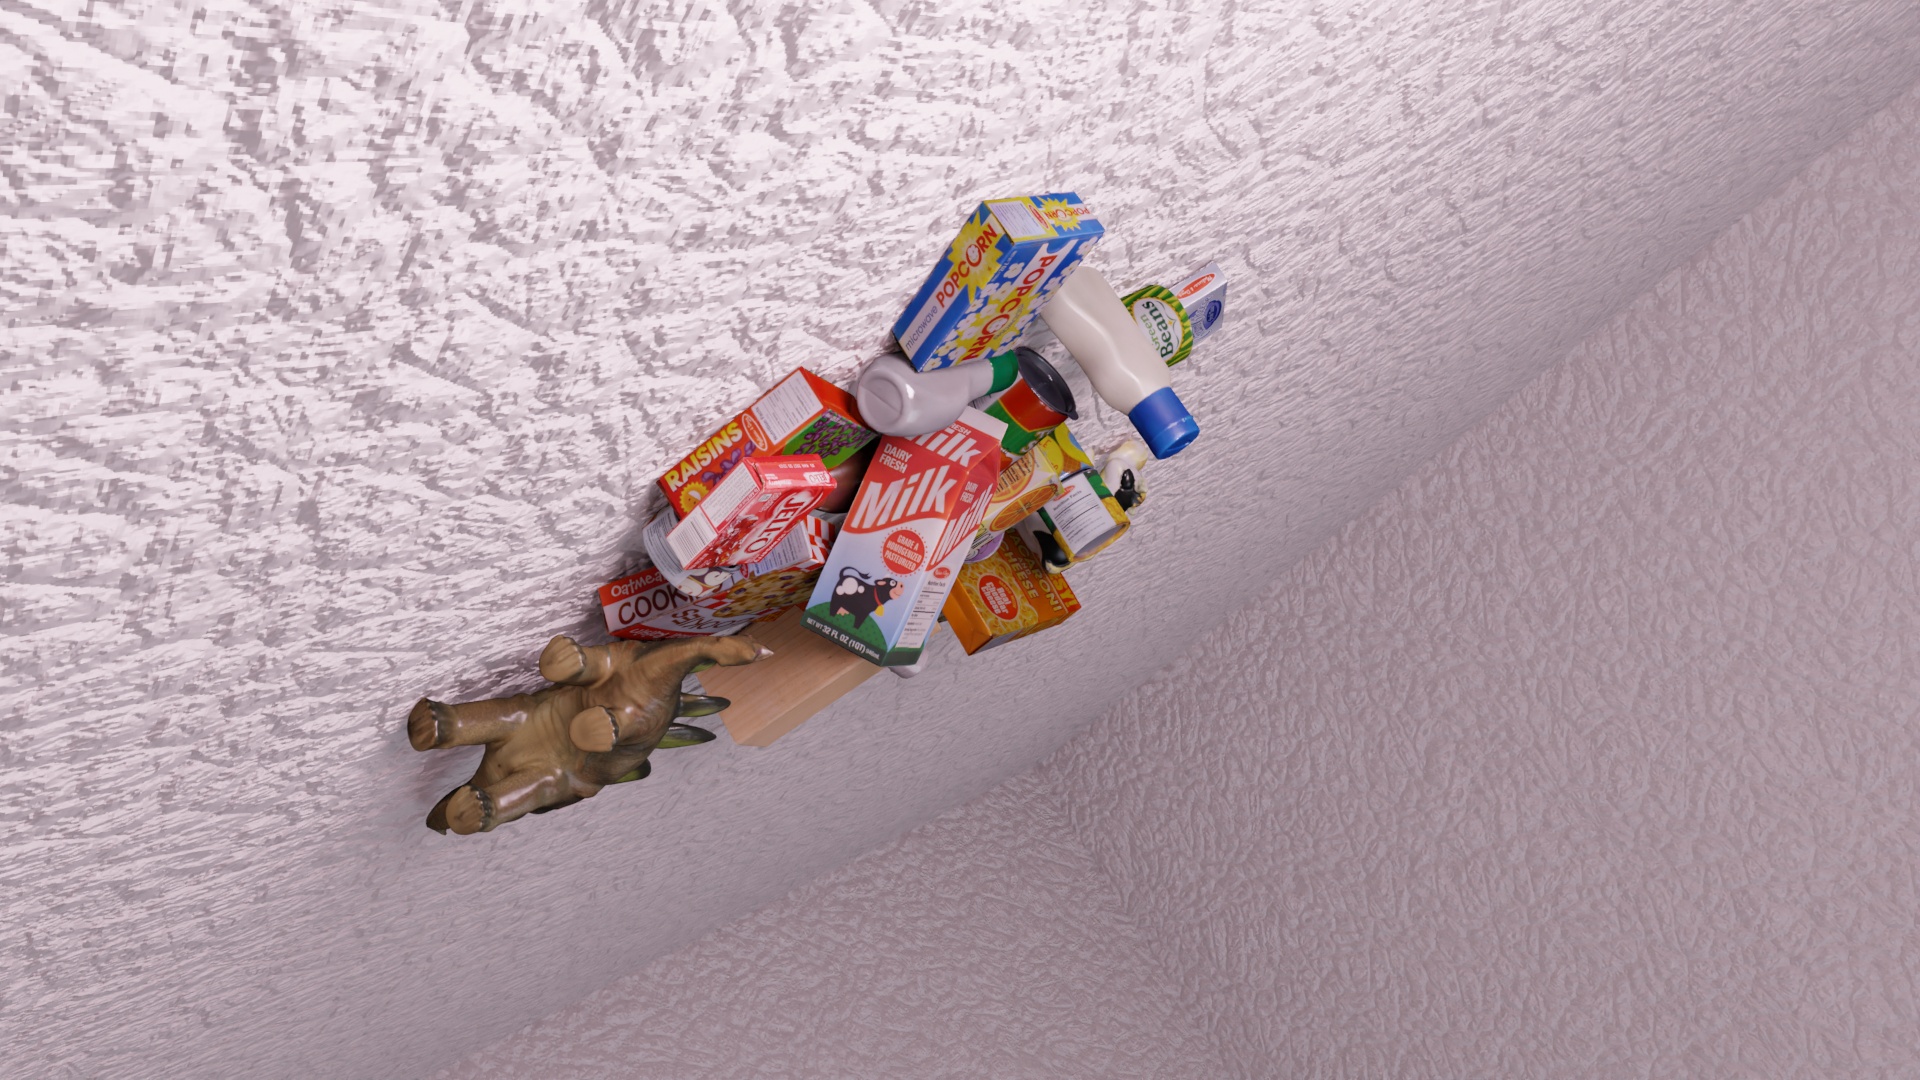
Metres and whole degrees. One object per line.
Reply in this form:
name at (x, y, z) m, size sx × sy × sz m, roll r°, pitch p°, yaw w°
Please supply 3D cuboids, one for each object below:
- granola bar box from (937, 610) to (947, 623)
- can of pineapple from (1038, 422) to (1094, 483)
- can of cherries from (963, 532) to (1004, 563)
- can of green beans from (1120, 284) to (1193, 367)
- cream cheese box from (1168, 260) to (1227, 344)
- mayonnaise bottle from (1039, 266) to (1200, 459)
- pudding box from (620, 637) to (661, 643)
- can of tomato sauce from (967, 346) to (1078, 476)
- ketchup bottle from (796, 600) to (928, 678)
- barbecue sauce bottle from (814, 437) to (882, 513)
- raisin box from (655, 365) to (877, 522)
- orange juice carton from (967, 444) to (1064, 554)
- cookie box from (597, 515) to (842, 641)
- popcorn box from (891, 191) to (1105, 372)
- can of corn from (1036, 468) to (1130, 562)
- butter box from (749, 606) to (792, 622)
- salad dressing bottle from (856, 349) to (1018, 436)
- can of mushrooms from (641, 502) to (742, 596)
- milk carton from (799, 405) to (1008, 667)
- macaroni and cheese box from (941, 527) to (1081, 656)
granola bar box at (-0.018, 0.058, 1.462) m, size 0.124 × 0.039 × 0.166 m, roll -27°, pitch 171°, yaw 35°
can of pineapple at (0.078, -0.071, 1.255) m, size 0.071 × 0.058 × 0.070 m, roll -30°, pitch 165°, yaw -9°
can of cherries at (0.004, -0.016, 1.257) m, size 0.071 × 0.071 × 0.058 m, roll -31°, pitch 165°, yaw -5°
can of green beans at (0.139, -0.159, 1.081) m, size 0.058 × 0.071 × 0.071 m, roll -27°, pitch 164°, yaw -21°
cream cheese box at (0.195, -0.194, 1.170) m, size 0.053 × 0.024 × 0.103 m, roll -31°, pitch 165°, yaw 0°
mayonnaise bottle at (0.111, -0.125, 0.973) m, size 0.065 × 0.148 × 0.041 m, roll -16°, pitch 157°, yaw -47°
pudding box at (-0.257, 0.097, 1.156) m, size 0.050 × 0.030 × 0.083 m, roll -27°, pitch 164°, yaw -25°
can of tomato sauce at (0.038, -0.096, 1.069) m, size 0.083 × 0.071 × 0.071 m, roll -40°, pitch 163°, yaw 27°
ketchup bottle at (-0.087, 0.067, 1.199) m, size 0.043 × 0.065 × 0.148 m, roll -36°, pitch 126°, yaw 17°
barbecue sauce bottle at (-0.084, -0.046, 1.030) m, size 0.149 × 0.044 × 0.064 m, roll -13°, pitch 153°, yaw -50°
raisin box at (-0.127, -0.056, 0.919) m, size 0.123 × 0.040 × 0.086 m, roll -37°, pitch 164°, yaw 11°
orange juice carton at (-0.013, -0.025, 1.182) m, size 0.193 × 0.073 × 0.071 m, roll -33°, pitch 165°, yaw 2°
cookie box at (-0.165, 0.032, 1.037) m, size 0.167 × 0.040 × 0.123 m, roll -20°, pitch 168°, yaw 14°
popcorn box at (0.022, -0.164, 0.884) m, size 0.085 × 0.038 × 0.126 m, roll -18°, pitch 159°, yaw -41°
can of corn at (0.111, -0.021, 1.245) m, size 0.071 × 0.058 × 0.071 m, roll -29°, pitch 165°, yaw -9°
butter box at (-0.172, 0.047, 1.182) m, size 0.053 × 0.024 × 0.103 m, roll -37°, pitch 164°, yaw 18°
salad dressing bottle at (-0.011, -0.109, 0.954) m, size 0.148 × 0.064 × 0.043 m, roll -25°, pitch 147°, yaw -54°
can of mushrooms at (-0.181, 0.003, 0.943) m, size 0.033 × 0.071 × 0.071 m, roll -37°, pitch 165°, yaw 16°
milk carton at (-0.035, -0.010, 0.995) m, size 0.190 × 0.072 × 0.073 m, roll -65°, pitch 161°, yaw 4°
macaroni and cheese box at (0.036, 0.039, 1.390) m, size 0.040 × 0.124 × 0.167 m, roll -39°, pitch 164°, yaw 33°
